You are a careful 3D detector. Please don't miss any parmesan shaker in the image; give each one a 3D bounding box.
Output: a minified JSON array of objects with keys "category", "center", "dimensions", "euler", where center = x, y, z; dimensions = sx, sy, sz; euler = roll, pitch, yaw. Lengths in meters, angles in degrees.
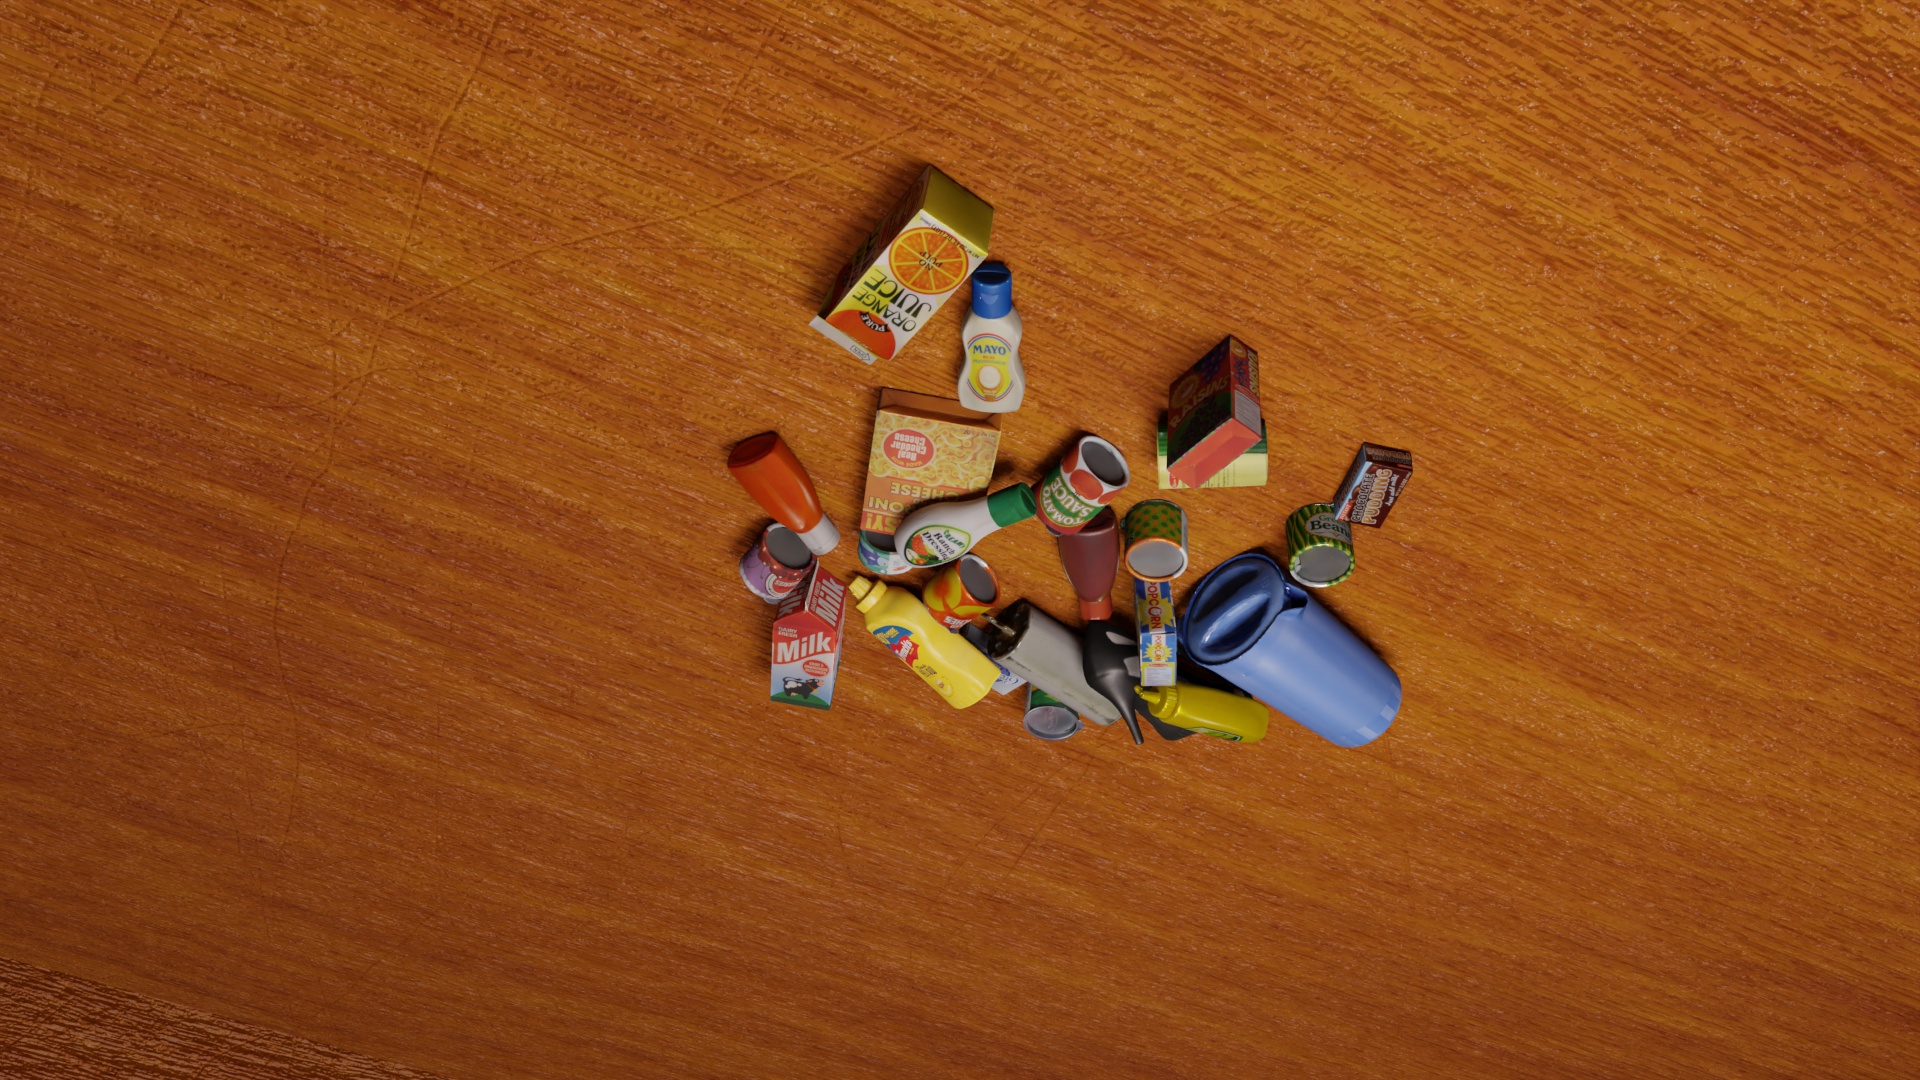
[{"category":"parmesan shaker","center":[0.242,-0.083,1.341],"dimensions":[0.103,0.072,0.071],"euler":[-2,135,9]}]

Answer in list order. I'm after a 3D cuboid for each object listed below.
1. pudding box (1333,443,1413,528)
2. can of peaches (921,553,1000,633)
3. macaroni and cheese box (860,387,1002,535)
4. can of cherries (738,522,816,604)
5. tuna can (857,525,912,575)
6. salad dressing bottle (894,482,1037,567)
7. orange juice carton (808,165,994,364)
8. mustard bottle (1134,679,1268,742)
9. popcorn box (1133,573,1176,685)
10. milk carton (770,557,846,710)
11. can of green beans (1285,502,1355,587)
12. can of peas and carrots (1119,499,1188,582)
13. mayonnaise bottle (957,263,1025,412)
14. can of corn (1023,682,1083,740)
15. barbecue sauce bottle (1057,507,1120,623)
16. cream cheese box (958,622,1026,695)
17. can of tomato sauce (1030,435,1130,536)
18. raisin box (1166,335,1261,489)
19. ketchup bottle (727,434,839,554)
[{"category":"pudding box","center":[0.406,-0.054,1.371],"dimensions":[0.050,0.030,0.083],"euler":[13,135,-3]},{"category":"can of peaches","center":[0.002,0.058,1.515],"dimensions":[0.071,0.071,0.058],"euler":[36,128,-26]},{"category":"macaroni and cheese box","center":[-0.031,-0.071,1.410],"dimensions":[0.124,0.040,0.165],"euler":[10,135,-3]},{"category":"can of cherries","center":[-0.197,0.025,1.510],"dimensions":[0.071,0.072,0.058],"euler":[29,131,-20]},{"category":"tuna can","center":[-0.077,0.001,1.474],"dimensions":[0.071,0.071,0.032],"euler":[10,135,-2]},{"category":"salad dressing bottle","center":[0.005,-0.018,1.398],"dimensions":[0.147,0.044,0.064],"euler":[-22,128,25]},{"category":"orange juice carton","center":[-0.056,-0.230,1.227],"dimensions":[0.072,0.073,0.191],"euler":[30,132,-21]},{"category":"mustard bottle","center":[0.251,0.180,1.488],"dimensions":[0.160,0.049,0.065],"euler":[16,165,-22]},{"category":"popcorn box","center":[0.204,0.079,1.466],"dimensions":[0.038,0.127,0.084],"euler":[-3,135,5]},{"category":"milk carton","center":[-0.174,0.107,1.589],"dimensions":[0.073,0.073,0.189],"euler":[9,136,-1]},{"category":"can of green beans","center":[0.367,0.006,1.417],"dimensions":[0.071,0.058,0.071],"euler":[4,136,4]},{"category":"can of peas and carrots","center":[0.200,0.001,1.437],"dimensions":[0.071,0.059,0.070],"euler":[4,135,4]},{"category":"mayonnaise bottle","center":[0.028,-0.185,1.284],"dimensions":[0.065,0.041,0.147],"euler":[5,136,6]},{"category":"can of corn","center":[0.112,0.195,1.647],"dimensions":[0.071,0.058,0.070],"euler":[4,135,4]},{"category":"barbecue sauce bottle","center":[0.140,0.028,1.485],"dimensions":[0.065,0.044,0.147],"euler":[-1,136,10]},{"category":"cream cheese box","center":[0.031,0.139,1.627],"dimensions":[0.103,0.024,0.053],"euler":[33,132,-23]},{"category":"can of tomato sauce","center":[0.118,-0.054,1.384],"dimensions":[0.071,0.071,0.082],"euler":[28,132,-19]},{"category":"raisin box","center":[0.231,-0.118,1.264],"dimensions":[0.040,0.124,0.085],"euler":[31,131,-20]},{"category":"ketchup bottle","center":[-0.179,-0.045,1.456],"dimensions":[0.064,0.044,0.148],"euler":[-16,131,24]}]
